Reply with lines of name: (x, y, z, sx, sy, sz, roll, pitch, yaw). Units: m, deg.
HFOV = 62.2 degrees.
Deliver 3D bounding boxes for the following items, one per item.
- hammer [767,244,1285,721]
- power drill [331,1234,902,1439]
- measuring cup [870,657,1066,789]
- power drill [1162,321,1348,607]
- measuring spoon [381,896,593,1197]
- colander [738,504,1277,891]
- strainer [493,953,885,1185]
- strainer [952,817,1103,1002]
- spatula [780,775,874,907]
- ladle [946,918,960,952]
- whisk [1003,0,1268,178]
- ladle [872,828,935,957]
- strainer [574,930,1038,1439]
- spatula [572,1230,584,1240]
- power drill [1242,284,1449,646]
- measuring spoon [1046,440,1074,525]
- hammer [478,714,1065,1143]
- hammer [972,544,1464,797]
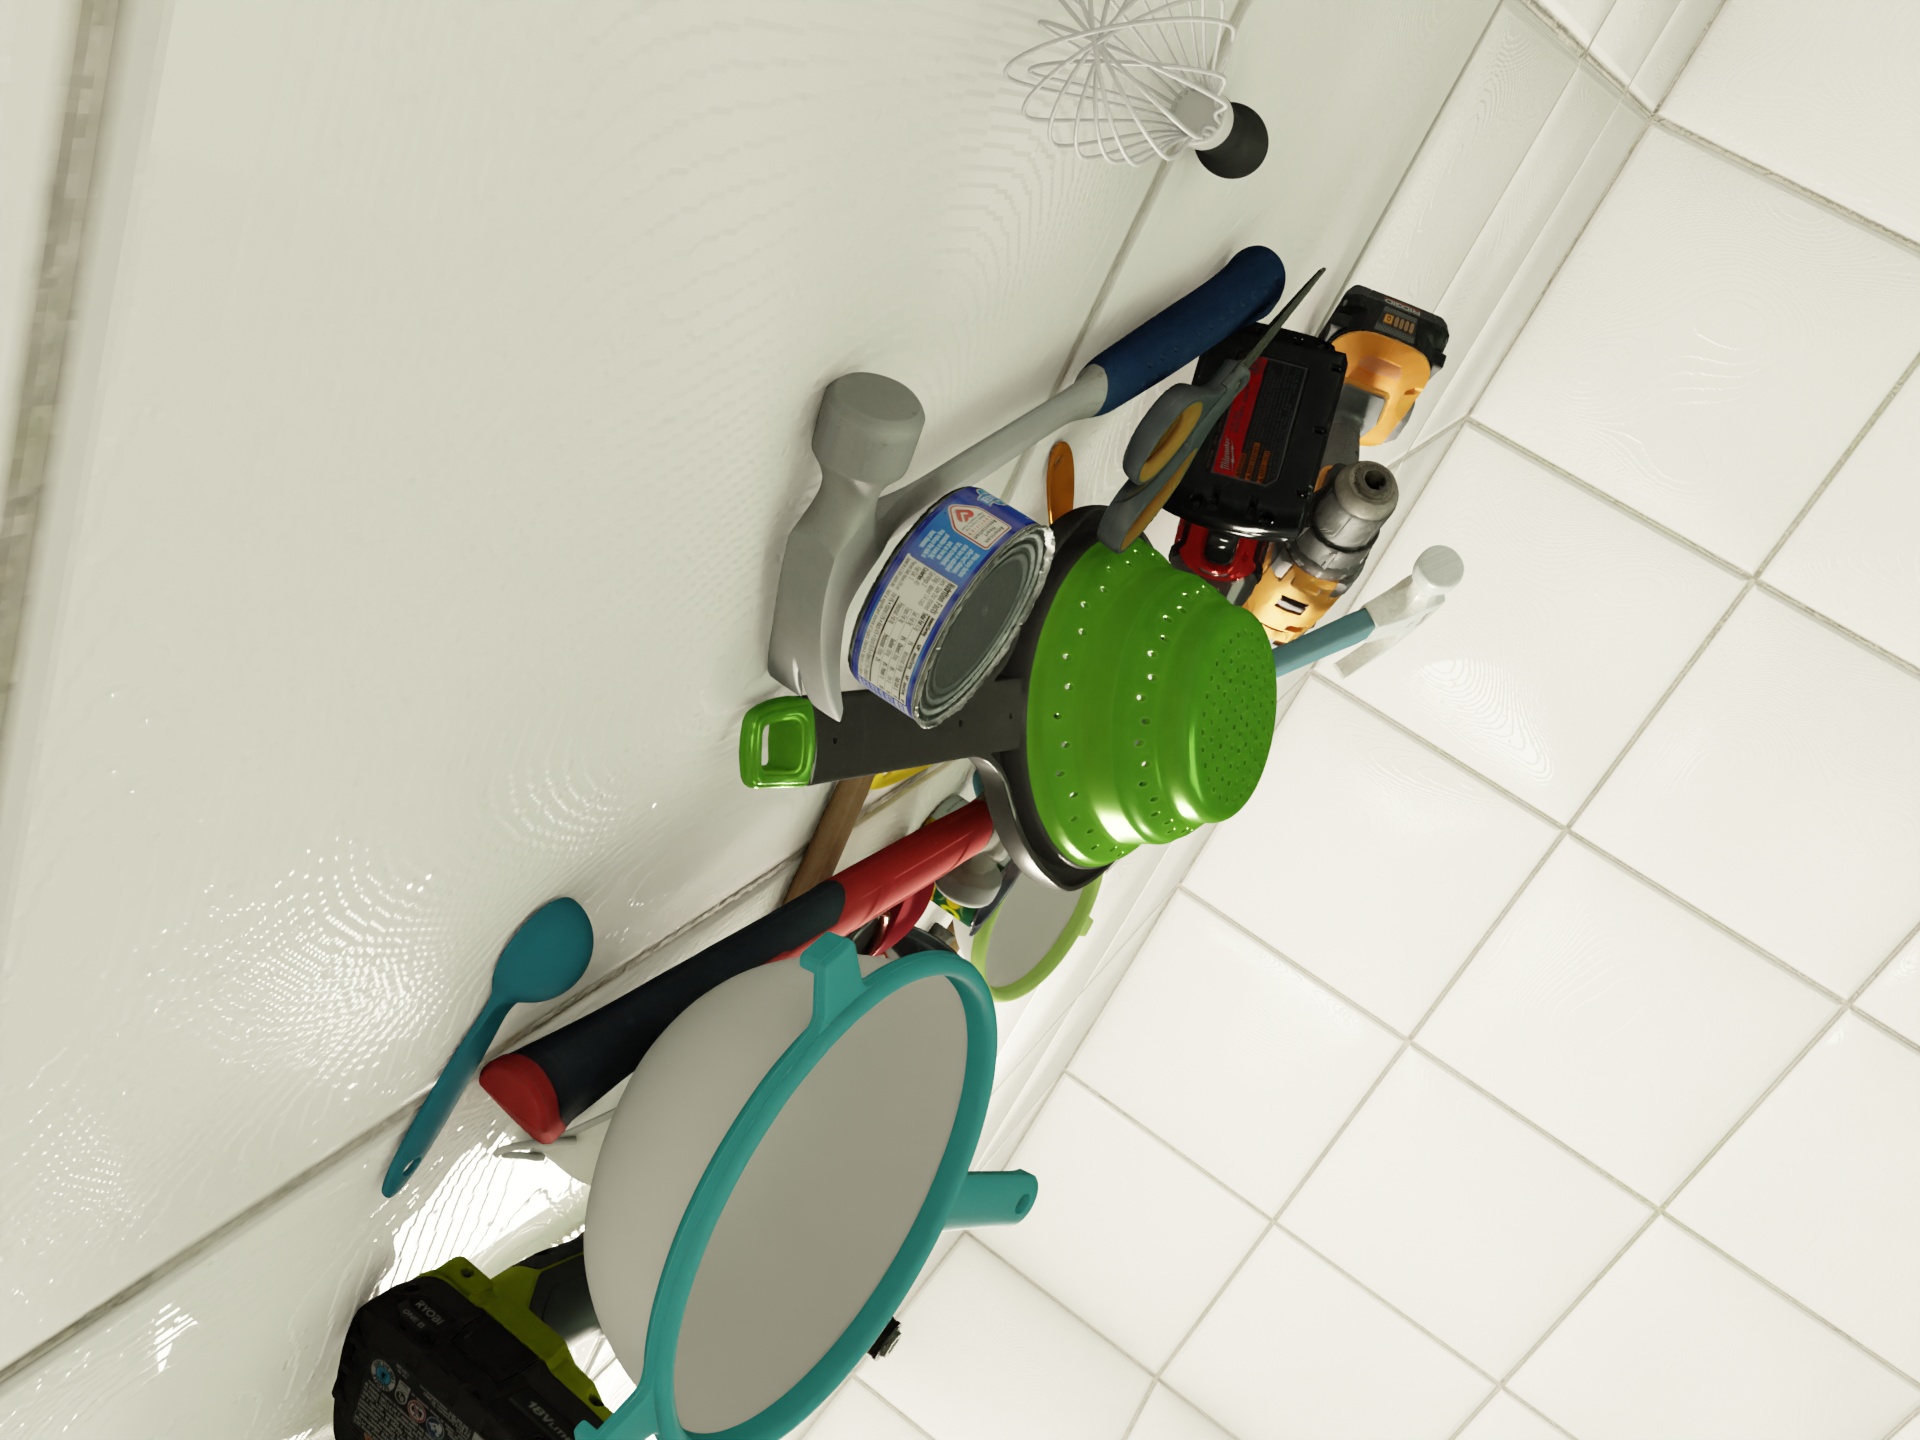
hammer: (0.048, -0.136, 0.693, 0.405, 0.035, 0.144, -41, 159, -47)
power drill: (-0.138, 0.262, 0.693, 0.223, 0.171, 0.080, -22, 140, -60)
measuring cup: (-0.001, -0.003, 0.870, 0.156, 0.029, 0.062, -28, 151, -39)
power drill: (0.162, -0.132, 0.942, 0.219, 0.078, 0.143, 70, 36, -78)
measuring spoon: (-0.168, 0.122, 0.571, 0.128, 0.021, 0.042, -58, 166, 4)
colander: (0.056, 0.000, 0.754, 0.397, 0.094, 0.204, -8, 103, -56)
strainer: (-0.110, 0.163, 0.755, 0.087, 0.050, 0.258, -33, 176, 36)
strainer: (0.040, 0.080, 1.130, 0.151, 0.069, 0.256, -31, 135, -42)
spatula: (-0.099, 0.131, 0.832, 0.060, 0.018, 0.315, -71, -174, -61)
ladle: (-0.011, 0.195, 1.207, 0.320, 0.062, 0.078, -56, -170, -14)
whisk: (0.083, -0.224, 0.576, 0.070, 0.070, 0.284, -61, 170, 20)
ladle: (-0.106, 0.200, 0.943, 0.315, 0.031, 0.069, -53, -170, 1)
strainer: (-0.056, 0.190, 0.688, 0.211, 0.095, 0.340, -65, 154, -6)
spatula: (-0.209, 0.296, 0.776, 0.082, 0.044, 0.317, -50, 172, 21)
power drill: (0.257, -0.179, 1.057, 0.185, 0.084, 0.226, 113, -2, -68)
measuring spoon: (0.048, -0.109, 0.814, 0.021, 0.011, 0.116, -50, 162, -17)
hammer: (-0.063, 0.081, 0.740, 0.386, 0.038, 0.143, -25, 143, -56)
hammer: (0.161, -0.019, 1.028, 0.331, 0.033, 0.128, -23, 165, -8)
